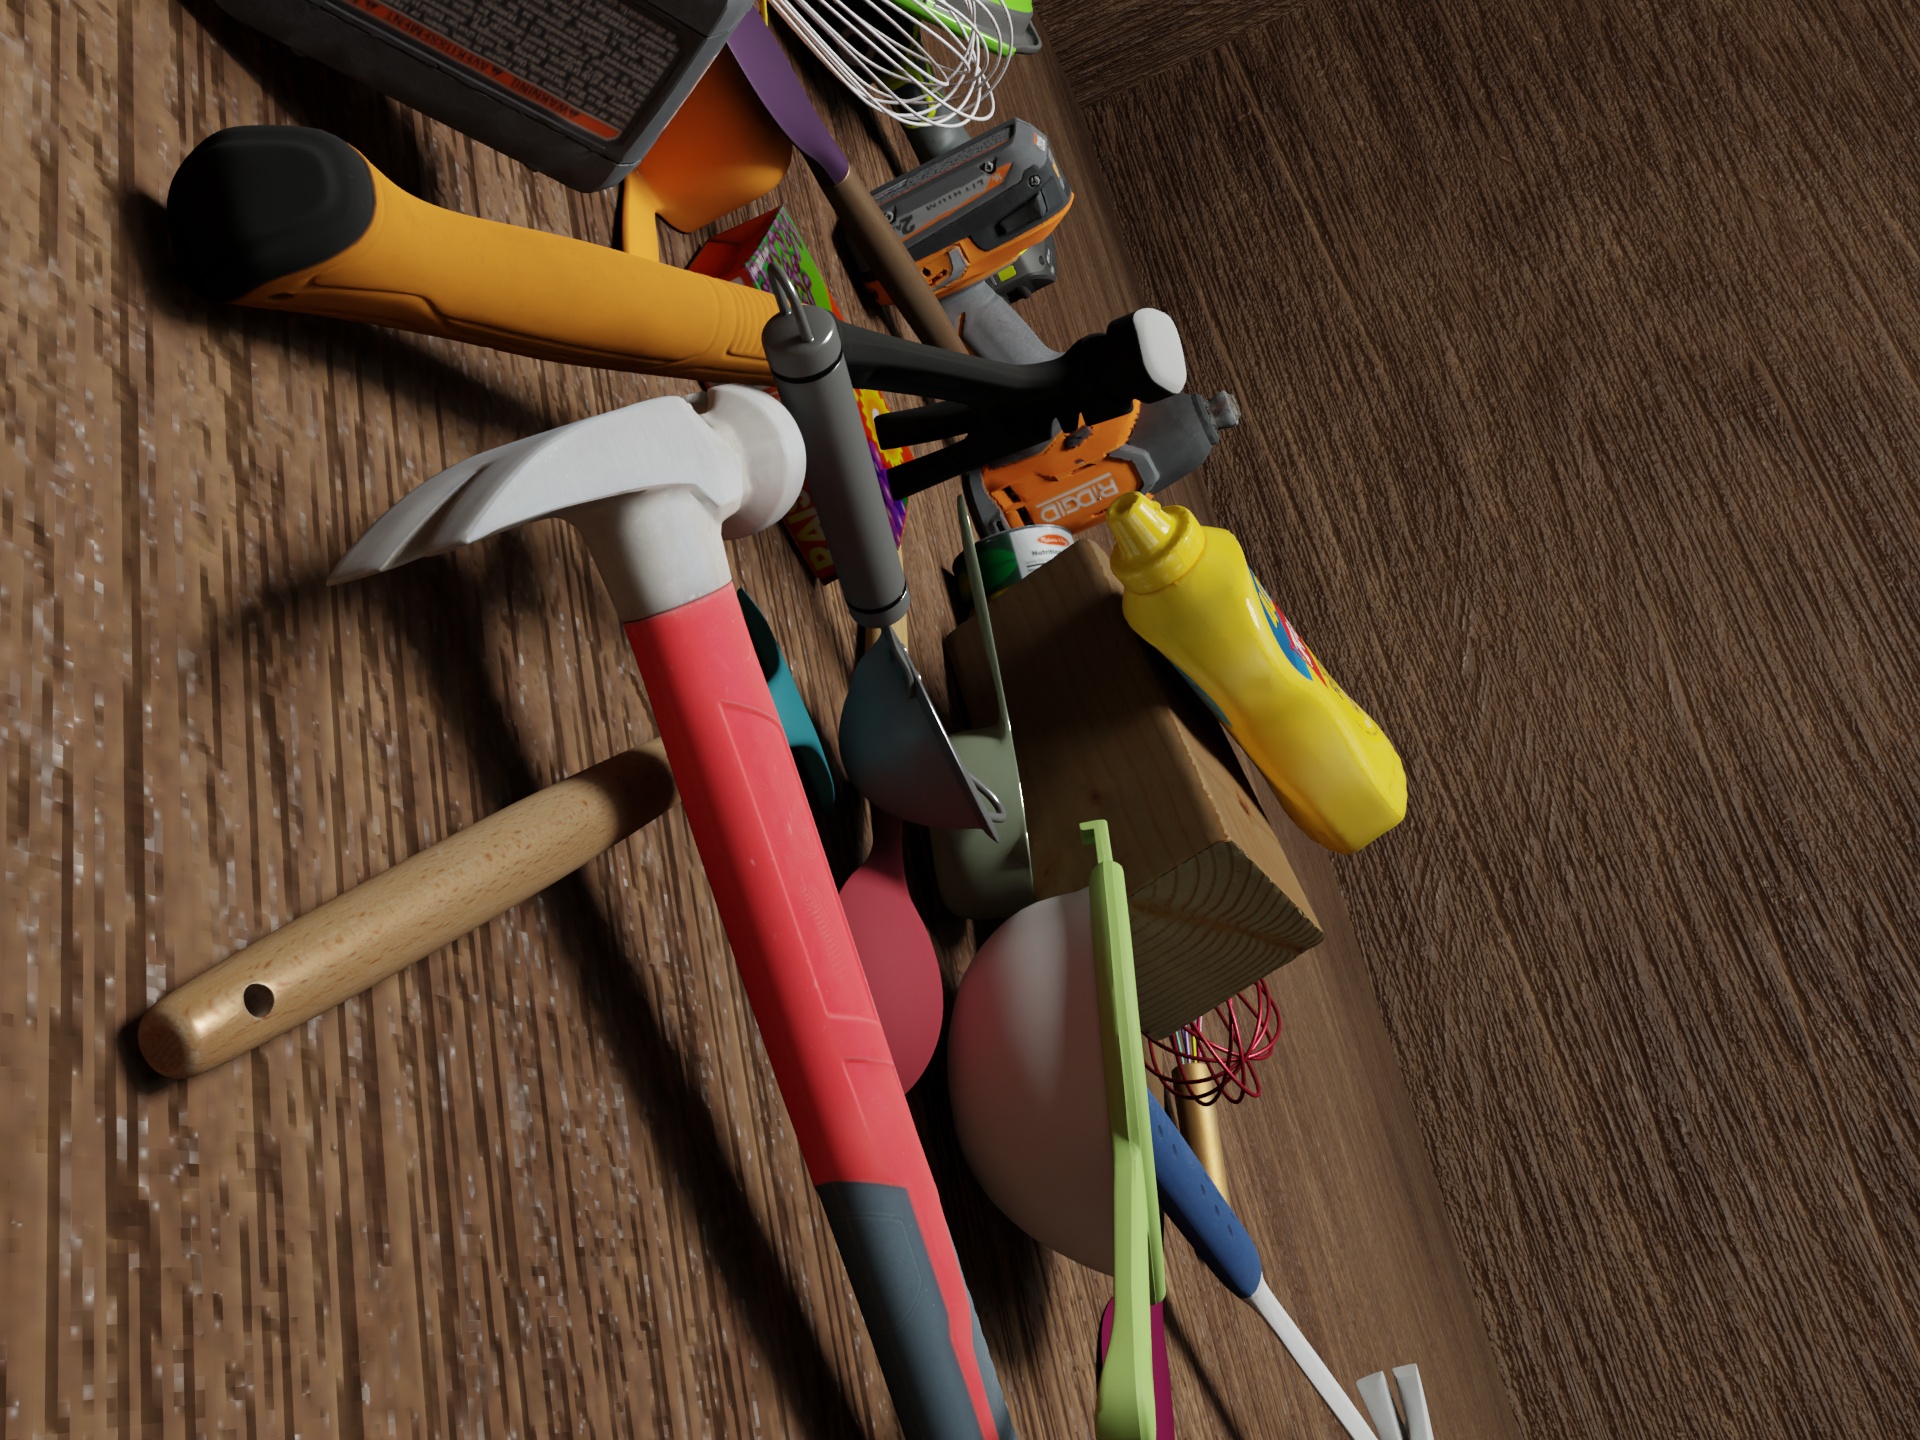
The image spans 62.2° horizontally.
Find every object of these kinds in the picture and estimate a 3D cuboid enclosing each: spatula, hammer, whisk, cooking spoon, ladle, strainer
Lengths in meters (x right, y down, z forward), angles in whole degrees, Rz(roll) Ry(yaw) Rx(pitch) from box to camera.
[{"bbox_3d":[-0.085,0.020,0.393,0.082,0.044,0.317,70,19,-6],"label":"spatula"},{"bbox_3d":[-0.062,-0.106,0.452,0.336,0.127,0.034,-6,82,-57],"label":"hammer"},{"bbox_3d":[0.126,0.179,0.904,0.051,0.047,0.245,36,39,-44],"label":"whisk"},{"bbox_3d":[0.135,0.259,0.736,0.405,0.035,0.144,55,20,-23],"label":"hammer"},{"bbox_3d":[0.105,0.109,0.834,0.296,0.073,0.073,-106,170,-69],"label":"whisk"},{"bbox_3d":[0.086,0.228,0.730,0.068,0.017,0.319,63,17,-21],"label":"cooking spoon"},{"bbox_3d":[-0.028,0.011,0.600,0.316,0.031,0.069,-94,161,-51],"label":"ladle"},{"bbox_3d":[-0.026,-0.032,0.477,0.258,0.050,0.087,76,-11,-53],"label":"strainer"},{"bbox_3d":[-0.090,-0.303,0.579,0.284,0.070,0.070,22,45,-38],"label":"whisk"},{"bbox_3d":[0.027,0.141,0.507,0.256,0.069,0.151,-72,156,-74],"label":"strainer"},{"bbox_3d":[-0.042,-0.209,0.655,0.315,0.018,0.060,43,30,-64],"label":"spatula"},{"bbox_3d":[-0.026,0.117,0.376,0.143,0.038,0.386,-45,120,-65],"label":"hammer"}]

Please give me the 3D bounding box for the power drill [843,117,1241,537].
[{"bbox_3d":[0.050,-0.215,0.902,0.226,0.164,0.084,60,18,-27],"label":"power drill"}]

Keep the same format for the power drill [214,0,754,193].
[{"bbox_3d":[-0.110,-0.250,0.440,0.185,0.084,0.226,19,46,-37],"label":"power drill"}]

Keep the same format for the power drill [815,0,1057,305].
[{"bbox_3d":[-0.021,-0.379,1.033,0.228,0.080,0.191,58,17,-28],"label":"power drill"}]

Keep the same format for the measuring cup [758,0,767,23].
[{"bbox_3d":[-0.095,-0.305,0.650,0.156,0.029,0.062,93,-7,-55],"label":"measuring cup"}]

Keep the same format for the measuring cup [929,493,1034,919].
[{"bbox_3d":[-0.001,-0.002,0.614,0.083,0.038,0.167,-99,179,-76],"label":"measuring cup"}]

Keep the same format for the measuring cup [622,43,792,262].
[{"bbox_3d":[-0.096,-0.207,0.582,0.095,0.052,0.174,54,19,-46],"label":"measuring cup"}]

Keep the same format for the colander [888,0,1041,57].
[{"bbox_3d":[-0.042,-0.539,0.996,0.204,0.094,0.398,15,33,-29],"label":"colander"}]
